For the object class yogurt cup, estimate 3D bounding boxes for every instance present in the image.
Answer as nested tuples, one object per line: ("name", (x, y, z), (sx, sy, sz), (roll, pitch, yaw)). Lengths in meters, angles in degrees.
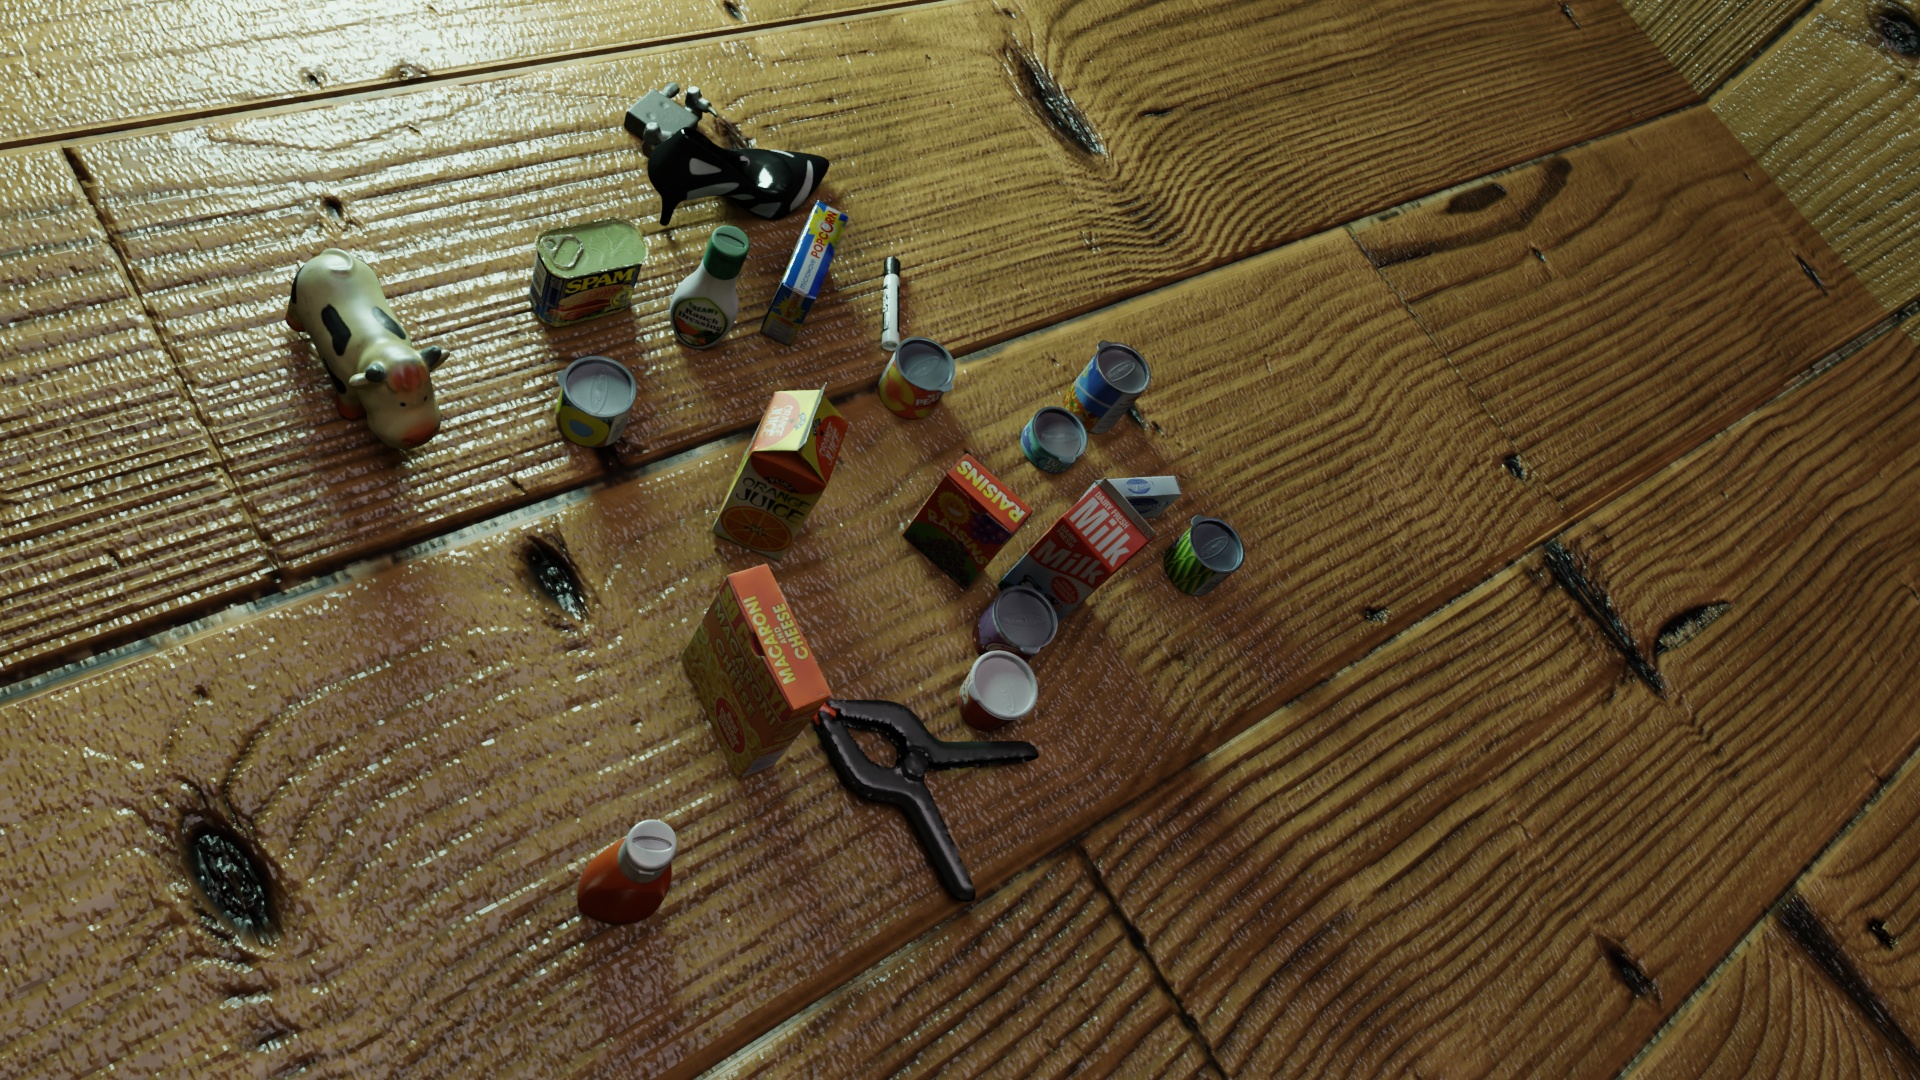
("yogurt cup", (0.032, 0.144, 1.295), (0.072, 0.053, 0.073), (11, 58, -19))

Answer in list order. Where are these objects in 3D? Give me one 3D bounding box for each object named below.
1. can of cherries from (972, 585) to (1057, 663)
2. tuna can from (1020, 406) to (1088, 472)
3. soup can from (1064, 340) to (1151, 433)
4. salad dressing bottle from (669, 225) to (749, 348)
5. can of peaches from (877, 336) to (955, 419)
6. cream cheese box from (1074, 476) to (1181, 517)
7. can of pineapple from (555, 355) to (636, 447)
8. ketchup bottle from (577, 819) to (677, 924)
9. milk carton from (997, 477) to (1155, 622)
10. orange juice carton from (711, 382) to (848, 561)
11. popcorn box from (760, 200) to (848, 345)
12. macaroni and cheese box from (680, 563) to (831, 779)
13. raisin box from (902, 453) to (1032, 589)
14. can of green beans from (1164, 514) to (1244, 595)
("can of cherries", (0.051, 0.087, 1.334), (0.071, 0.058, 0.072), (11, 58, -19))
("tuna can", (0.101, -0.105, 1.485), (0.071, 0.032, 0.071), (11, 58, -19))
("soup can", (0.158, -0.168, 1.516), (0.071, 0.083, 0.071), (11, 58, -19))
("salad dressing bottle", (-0.239, -0.243, 1.335), (0.064, 0.147, 0.044), (21, 56, -13))
("can of peaches", (-0.045, -0.166, 1.436), (0.071, 0.057, 0.071), (11, 58, -19))
("cream cheese box", (0.177, -0.044, 1.472), (0.104, 0.053, 0.024), (-4, 64, -27))
("can of pineapple", (-0.338, -0.128, 1.278), (0.071, 0.057, 0.071), (11, 58, -19))
("ketchup bottle", (-0.246, 0.250, 1.045), (0.065, 0.148, 0.044), (12, 58, -19))
("milk carton", (0.118, 0.011, 1.328), (0.072, 0.189, 0.074), (48, 54, 6))
("orange juice carton", (-0.157, -0.064, 1.241), (0.073, 0.191, 0.072), (24, 55, -11))
("popcorn box", (-0.161, -0.274, 1.429), (0.038, 0.084, 0.127), (23, 55, -11))
("macaroni and cheese box", (-0.173, 0.112, 1.148), (0.040, 0.165, 0.124), (-19, 71, -32))
("raisin box", (0.005, -0.017, 1.332), (0.086, 0.122, 0.040), (42, 54, 2))
("can of green beans", (0.258, 0.017, 1.471), (0.071, 0.057, 0.071), (11, 58, -19))
